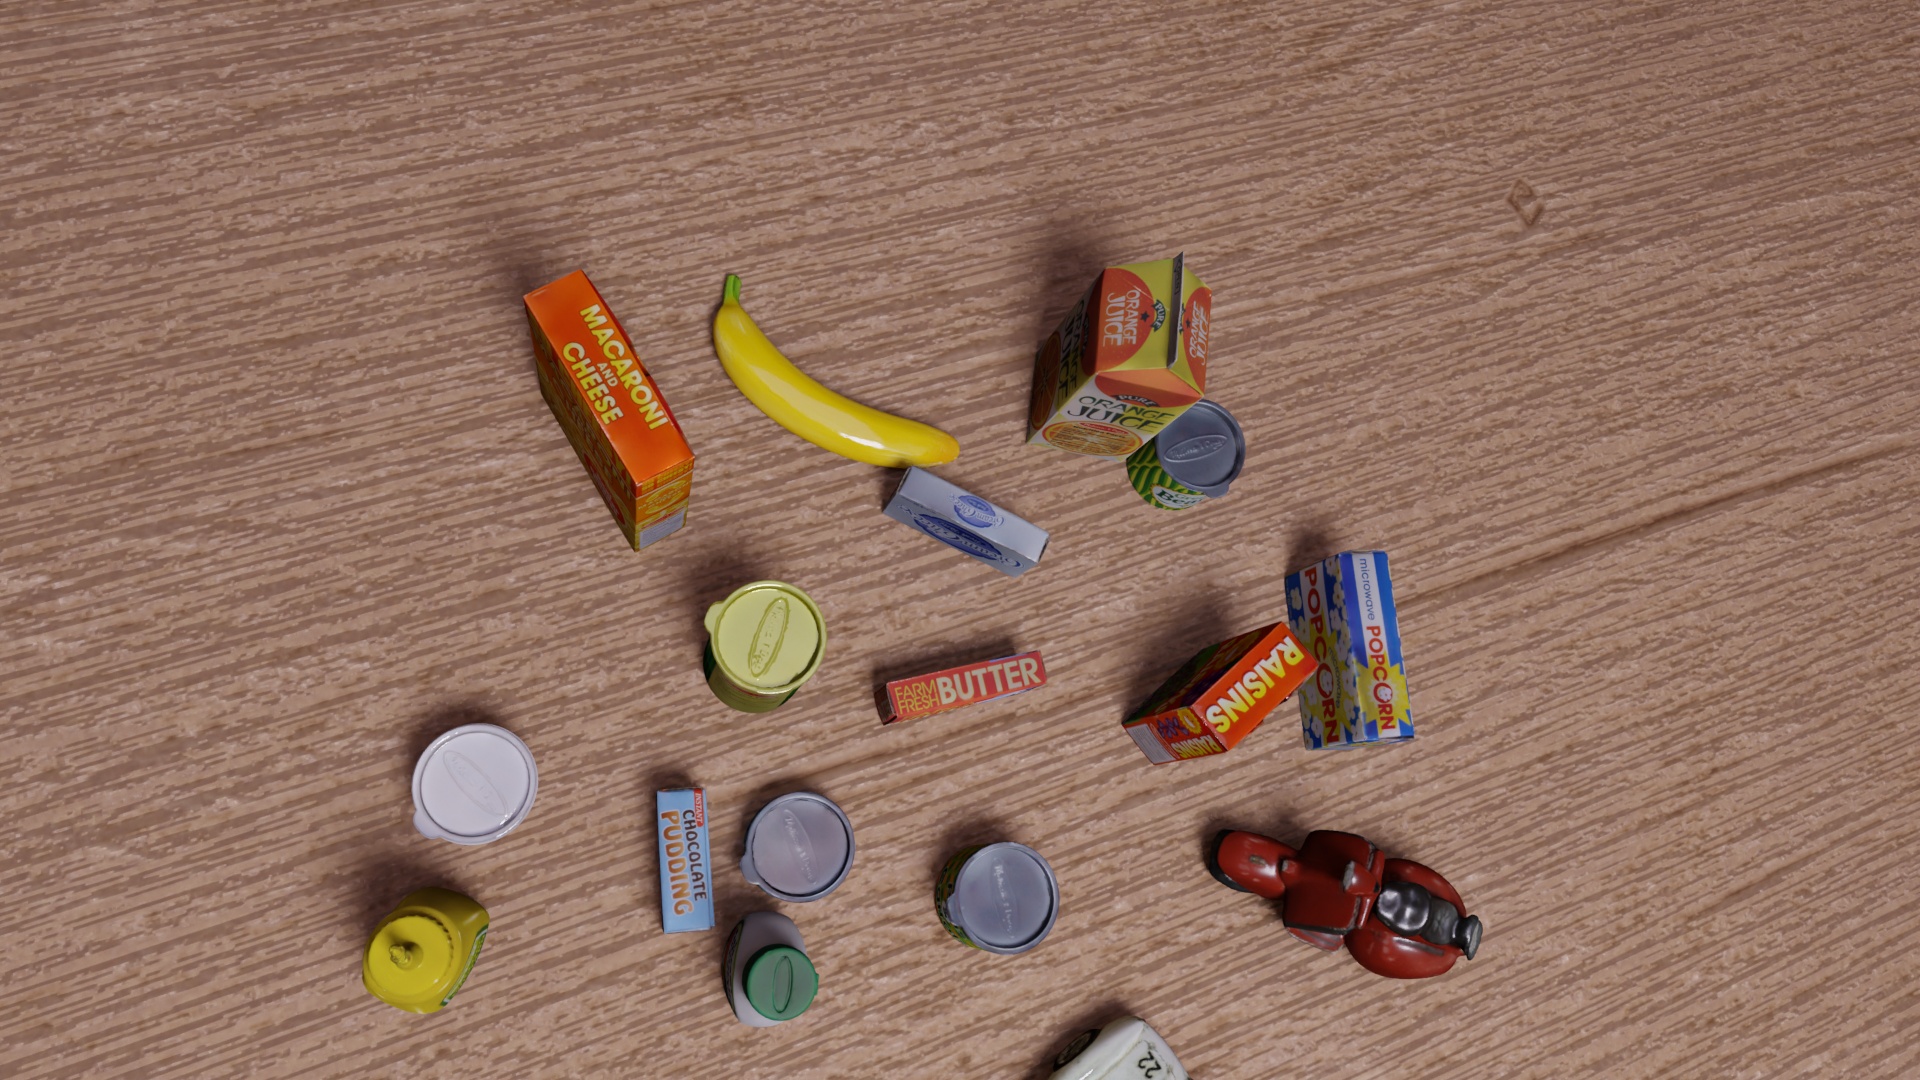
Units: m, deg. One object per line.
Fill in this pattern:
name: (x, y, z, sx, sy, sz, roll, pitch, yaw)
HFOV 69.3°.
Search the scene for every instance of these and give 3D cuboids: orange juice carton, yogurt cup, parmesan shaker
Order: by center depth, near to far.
yogurt cup: (-0.280, 0.143, 0.808, 0.072, 0.053, 0.072, 3, 76, -13)
parmesan shaker: (-0.123, 0.065, 0.839, 0.071, 0.103, 0.071, 3, 76, -13)
orange juice carton: (0.105, -0.115, 0.893, 0.073, 0.192, 0.072, 10, 75, -11)

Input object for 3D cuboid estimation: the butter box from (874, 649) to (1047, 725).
butter box: (-0.001, 0.094, 0.889, 0.104, 0.053, 0.024, -11, 80, -16)

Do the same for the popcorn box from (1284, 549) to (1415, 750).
popcorn box: (0.261, 0.076, 0.940, 0.038, 0.085, 0.127, -1, 77, -14)

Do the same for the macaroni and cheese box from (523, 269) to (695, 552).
macaroni and cheese box: (-0.205, -0.071, 0.819, 0.040, 0.166, 0.124, -30, 85, -18)

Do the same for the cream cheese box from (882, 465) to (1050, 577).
cream cheese box: (0.003, -0.011, 0.915, 0.104, 0.053, 0.024, 26, 72, -6)

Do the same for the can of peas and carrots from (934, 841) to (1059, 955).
can of peas and carrots: (0.019, 0.221, 0.859, 0.071, 0.058, 0.071, 3, 76, -13)

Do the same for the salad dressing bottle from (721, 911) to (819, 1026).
salad dressing bottle: (-0.107, 0.241, 0.776, 0.044, 0.147, 0.064, 7, 75, -12)

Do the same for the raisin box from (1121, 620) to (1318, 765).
raisin box: (0.164, 0.101, 0.890, 0.086, 0.123, 0.040, -38, 88, -19)

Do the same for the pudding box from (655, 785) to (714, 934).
pudding box: (-0.164, 0.190, 0.826, 0.030, 0.049, 0.084, -3, 77, -14)

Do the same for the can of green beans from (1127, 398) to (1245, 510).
can of green beans: (0.155, -0.058, 0.962, 0.071, 0.057, 0.071, 3, 76, -13)

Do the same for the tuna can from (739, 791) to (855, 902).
tuna can: (-0.102, 0.189, 0.851, 0.071, 0.032, 0.071, 3, 76, -13)

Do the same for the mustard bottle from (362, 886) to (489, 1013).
mustard bottle: (-0.284, 0.218, 0.732, 0.049, 0.159, 0.065, 26, 72, -7)
